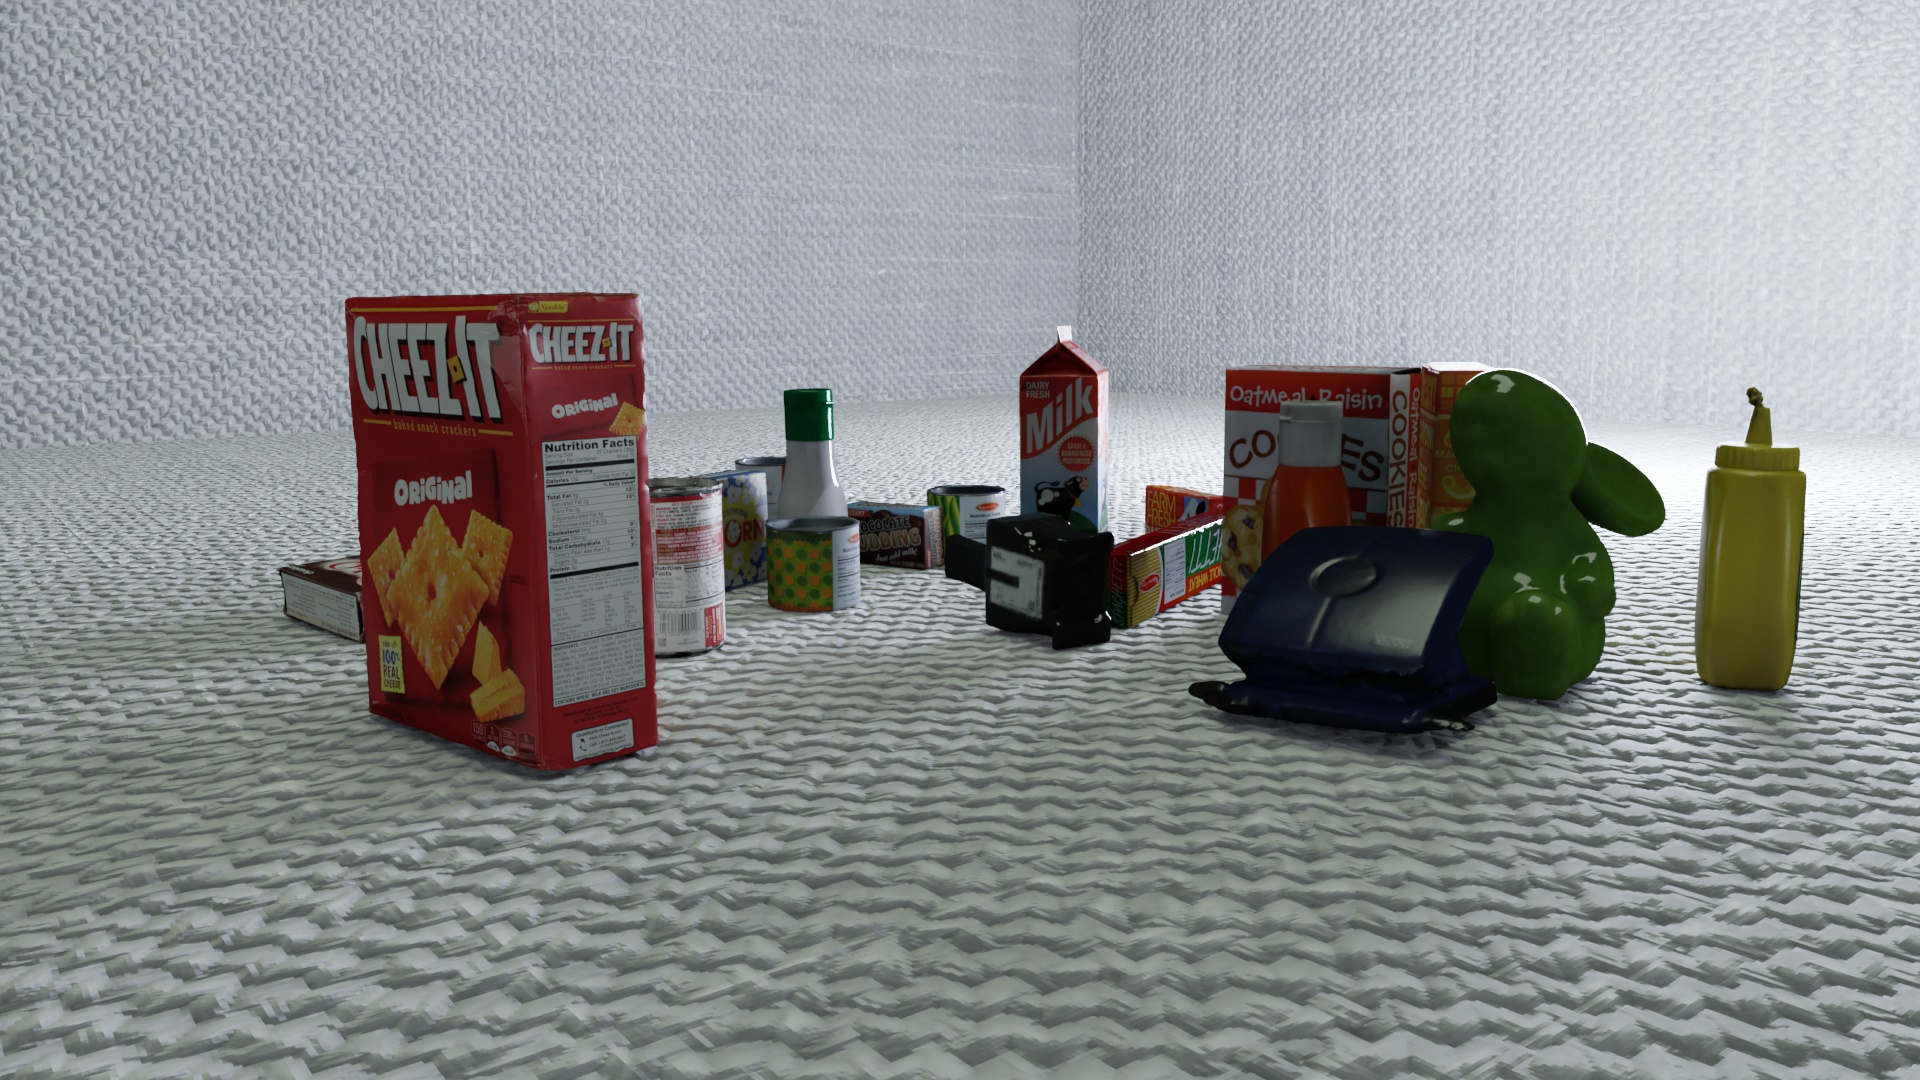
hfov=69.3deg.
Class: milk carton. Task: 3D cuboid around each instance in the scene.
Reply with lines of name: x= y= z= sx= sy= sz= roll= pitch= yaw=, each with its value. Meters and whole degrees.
milk carton: x=0.094 y=-0.098 z=1.253 sx=0.073 sy=0.190 sz=0.072 roll=1 pitch=9 yaw=13

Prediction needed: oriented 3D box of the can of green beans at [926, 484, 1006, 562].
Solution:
can of green beans: x=0.005 y=-0.014 z=1.157 sx=0.071 sy=0.057 sz=0.071 roll=0 pitch=9 yaw=0

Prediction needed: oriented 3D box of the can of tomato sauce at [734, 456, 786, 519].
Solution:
can of tomato sauce: x=-0.153 y=-0.026 z=1.162 sx=0.071 sy=0.083 sz=0.071 roll=0 pitch=9 yaw=0

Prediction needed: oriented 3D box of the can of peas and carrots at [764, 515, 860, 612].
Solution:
can of peas and carrots: x=-0.106 y=0.016 z=0.977 sx=0.071 sy=0.058 sz=0.071 roll=0 pitch=9 yaw=0

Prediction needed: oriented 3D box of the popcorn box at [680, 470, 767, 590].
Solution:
popcorn box: x=-0.194 y=-0.004 z=1.020 sx=0.038 sy=0.085 sz=0.127 roll=5 pitch=10 yaw=30

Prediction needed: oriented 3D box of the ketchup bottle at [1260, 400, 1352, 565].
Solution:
ketchup bottle: x=0.208 y=-0.009 z=0.833 sx=0.043 sy=0.148 sz=0.065 roll=-4 pitch=9 yaw=-22

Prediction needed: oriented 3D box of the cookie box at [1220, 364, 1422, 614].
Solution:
cookie box: x=0.229 y=-0.028 z=0.894 sx=0.040 sy=0.167 sz=0.123 roll=-8 pitch=12 yaw=-42

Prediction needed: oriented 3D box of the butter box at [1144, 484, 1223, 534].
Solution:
butter box: x=0.191 y=-0.017 z=1.176 sx=0.024 sy=0.053 sz=0.103 roll=-4 pitch=10 yaw=-22

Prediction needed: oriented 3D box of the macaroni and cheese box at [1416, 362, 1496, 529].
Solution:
macaroni and cheese box: x=0.321 y=-0.031 z=0.908 sx=0.040 sy=0.166 sz=0.124 roll=2 pitch=9 yaw=13

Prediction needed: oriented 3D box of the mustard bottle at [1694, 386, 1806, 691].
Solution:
mustard bottle: x=0.424 y=-0.002 z=0.743 sx=0.049 sy=0.160 sz=0.065 roll=3 pitch=10 yaw=24

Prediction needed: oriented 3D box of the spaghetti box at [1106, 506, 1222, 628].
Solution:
spaghetti box: x=0.159 y=0.015 z=0.997 sx=0.028 sy=0.050 sz=0.251 roll=5 pitch=11 yaw=30

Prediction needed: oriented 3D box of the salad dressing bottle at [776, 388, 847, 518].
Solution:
salad dressing bottle: x=-0.112 y=-0.040 z=1.042 sx=0.044 sy=0.147 sz=0.064 roll=4 pitch=10 yaw=29

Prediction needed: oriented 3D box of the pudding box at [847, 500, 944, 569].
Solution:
pudding box: x=-0.055 y=-0.005 z=1.130 sx=0.083 sy=0.049 sz=0.030 roll=5 pitch=10 yaw=32
